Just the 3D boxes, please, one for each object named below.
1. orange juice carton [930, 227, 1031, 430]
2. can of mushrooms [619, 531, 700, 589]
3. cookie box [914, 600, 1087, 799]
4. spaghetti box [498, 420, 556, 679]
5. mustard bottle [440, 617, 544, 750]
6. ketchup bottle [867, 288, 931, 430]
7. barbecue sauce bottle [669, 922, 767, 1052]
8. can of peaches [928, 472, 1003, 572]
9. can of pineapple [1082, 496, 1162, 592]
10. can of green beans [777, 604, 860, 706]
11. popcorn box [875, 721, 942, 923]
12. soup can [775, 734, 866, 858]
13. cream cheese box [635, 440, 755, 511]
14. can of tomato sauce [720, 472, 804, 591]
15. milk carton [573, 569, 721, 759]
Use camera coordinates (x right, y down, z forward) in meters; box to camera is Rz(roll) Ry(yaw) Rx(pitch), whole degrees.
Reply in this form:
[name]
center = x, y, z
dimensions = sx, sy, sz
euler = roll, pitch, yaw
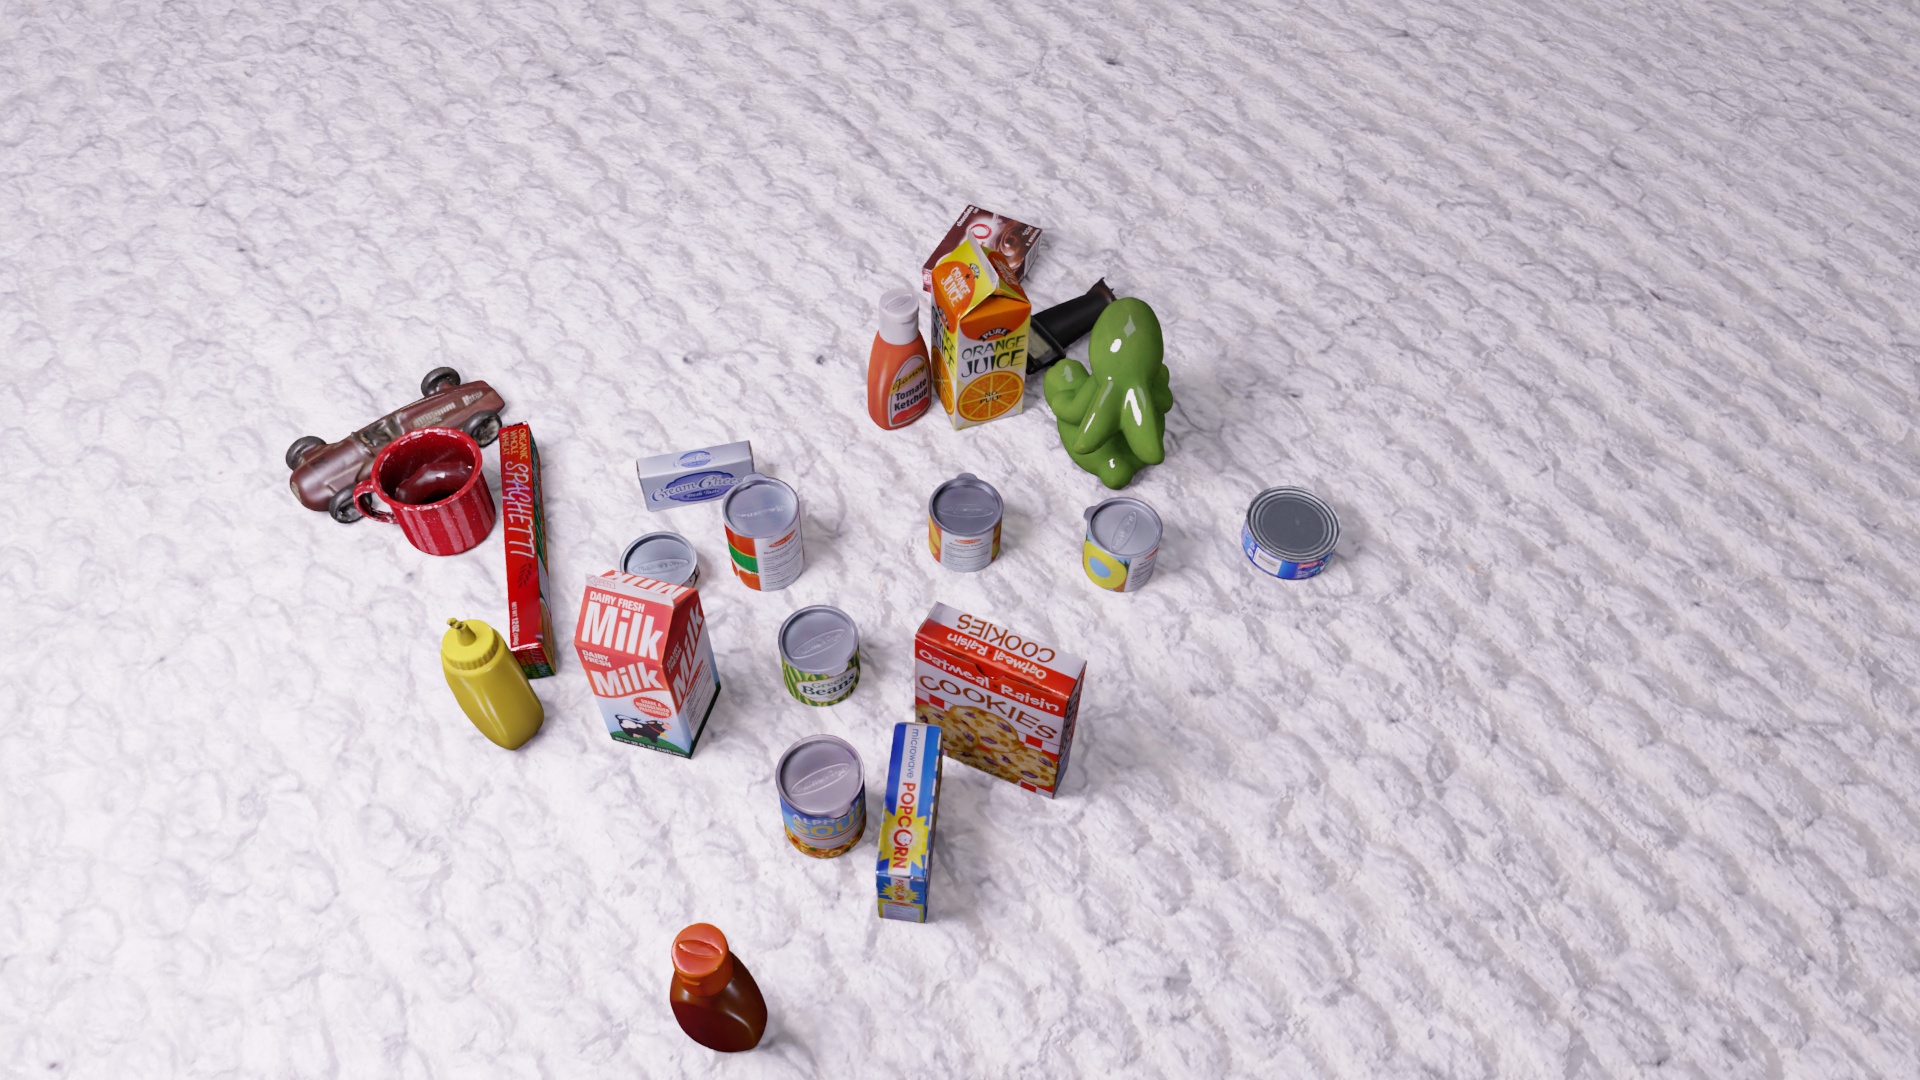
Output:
[orange juice carton]
center = 0.017, -0.196, 1.289
dimensions = 0.073, 0.191, 0.072
euler = -16, 56, -13
[can of mushrooms]
center = -0.261, 0.029, 1.212
dimensions = 0.071, 0.033, 0.071
euler = 1, 54, -1
[cookie box]
center = 0.027, 0.127, 1.068
dimensions = 0.123, 0.166, 0.040
euler = 21, 56, 13
[spaghetti box]
center = -0.380, 0.004, 1.216
dimensions = 0.029, 0.050, 0.251
euler = -10, 55, -9
[mustard bottle]
center = -0.368, 0.104, 1.076
dimensions = 0.065, 0.159, 0.049
euler = 32, 59, 20
[ketchup bottle]
center = -0.057, -0.170, 1.294
dimensions = 0.065, 0.148, 0.043
euler = -32, 61, -23
[barbecue sauce bottle]
center = -0.168, 0.304, 0.942
dimensions = 0.065, 0.147, 0.044
euler = 12, 55, 7
[can of peaches]
center = 0.004, -0.016, 1.239
dimensions = 0.071, 0.057, 0.071
euler = 1, 54, -1
[can of pineapple]
center = 0.141, 0.003, 1.230
dimensions = 0.071, 0.057, 0.071
euler = 1, 54, -1
[can of green beans]
center = -0.116, 0.096, 1.153
dimensions = 0.071, 0.057, 0.071
euler = 1, 54, -1
[popcorn box]
center = -0.038, 0.213, 1.053
dimensions = 0.038, 0.084, 0.127
euler = 5, 54, 2
[soup can]
center = -0.104, 0.199, 1.061
dimensions = 0.071, 0.083, 0.072
euler = 1, 54, -1
[cream cheese box]
center = -0.239, -0.058, 1.265
dimensions = 0.104, 0.053, 0.024
euler = -11, 55, -10
[can of tomato sauce]
center = -0.172, -0.006, 1.210
dimensions = 0.071, 0.082, 0.071
euler = 1, 54, -1
[milk carton]
center = -0.241, 0.087, 1.073
dimensions = 0.072, 0.189, 0.074
euler = 13, 55, 8
